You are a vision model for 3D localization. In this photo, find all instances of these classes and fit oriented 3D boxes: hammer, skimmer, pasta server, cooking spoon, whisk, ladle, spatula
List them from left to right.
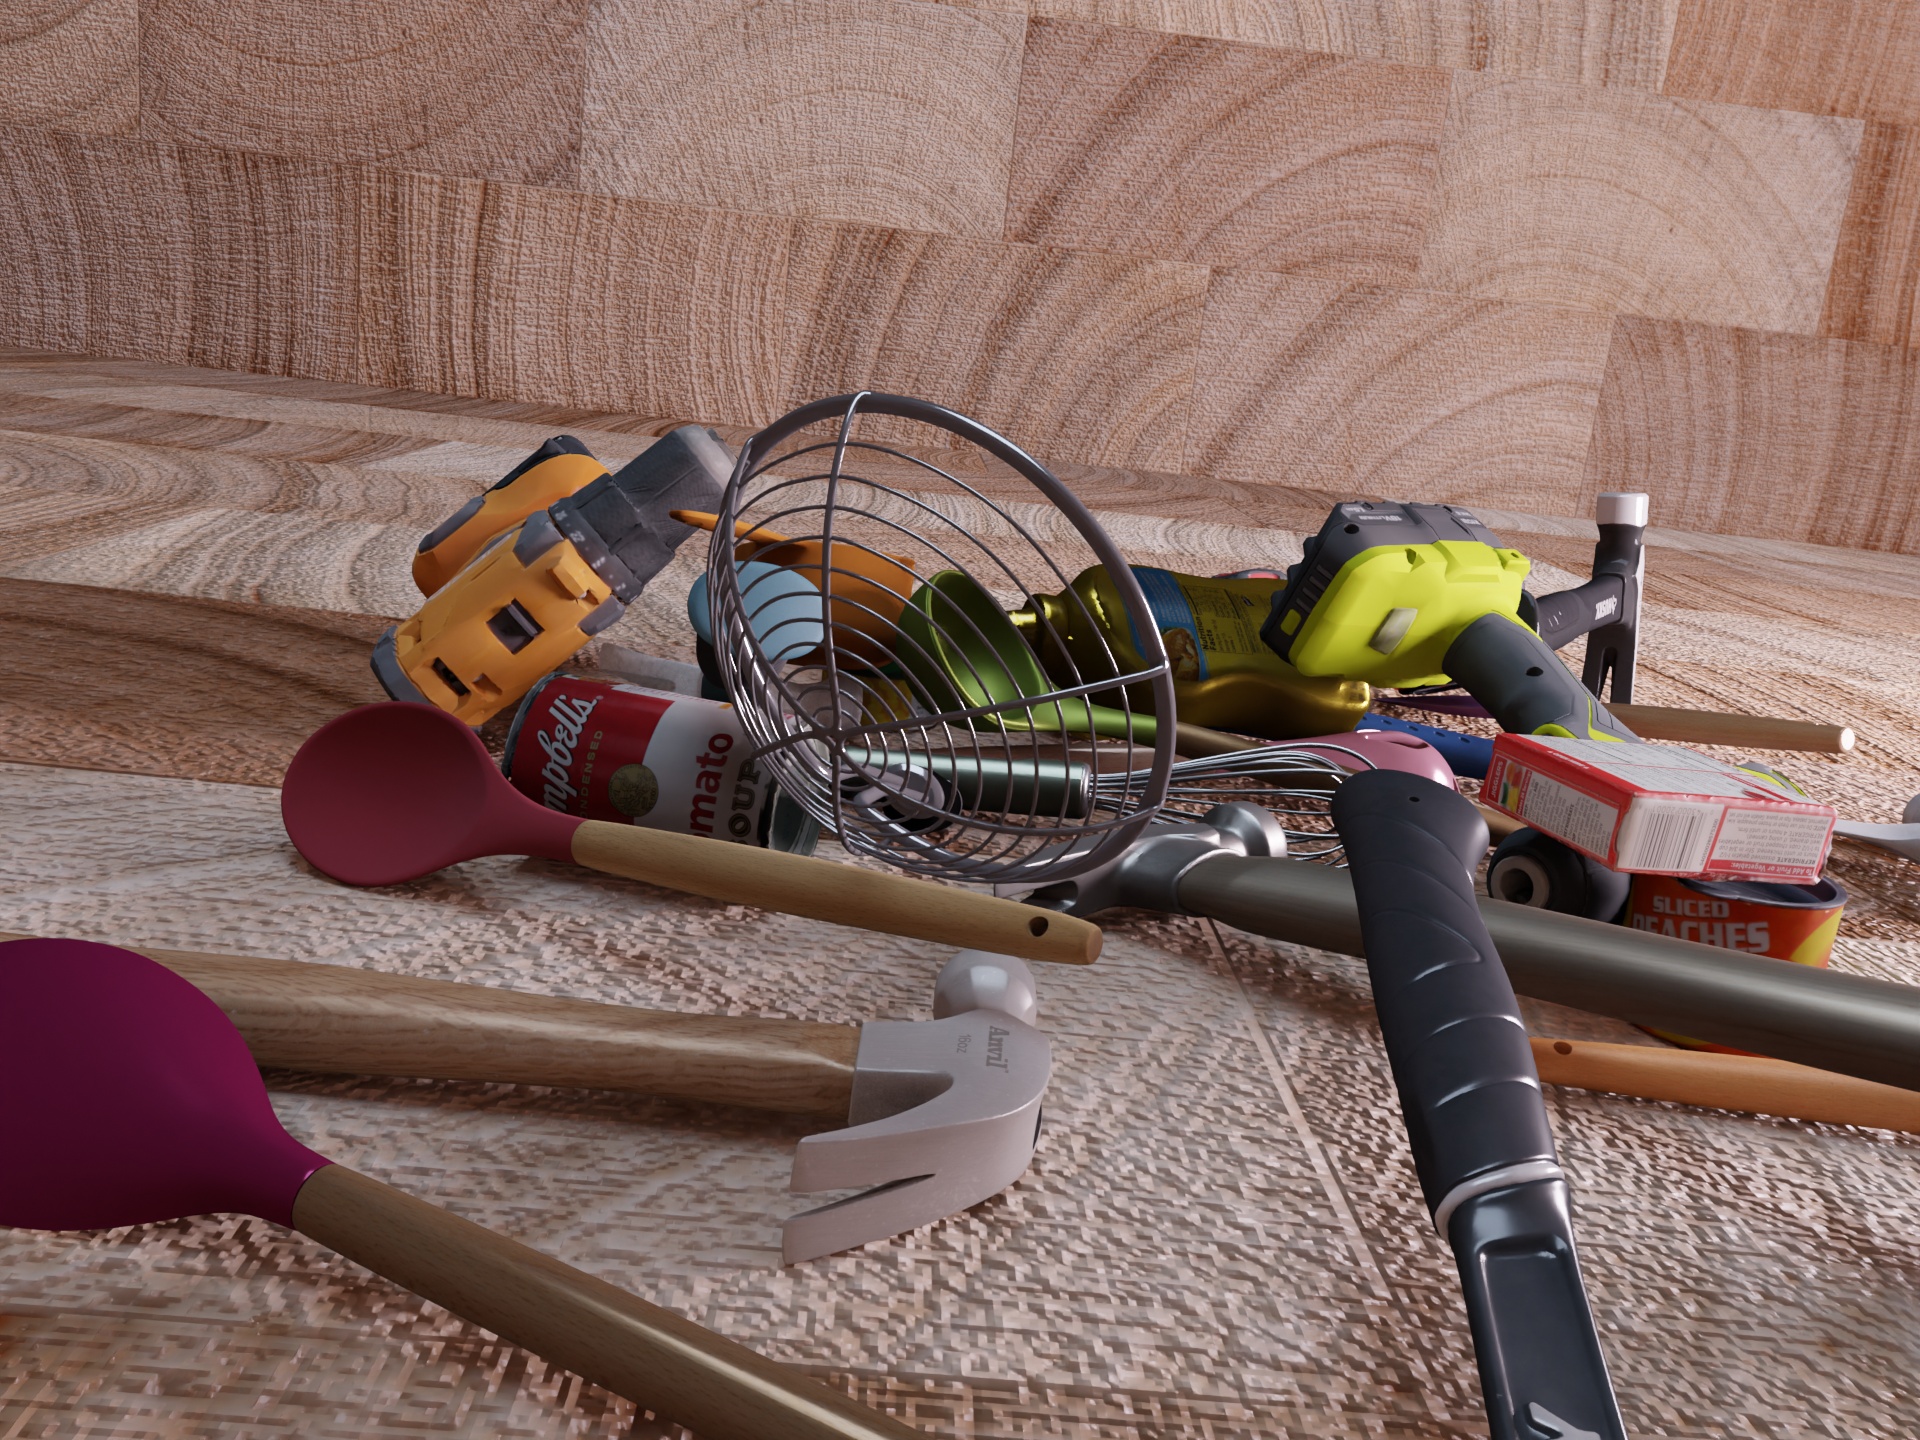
[{"bbox_3d":[-0.112,0.106,0.326,0.319,0.017,0.069,16,47,21],"label":"cooking spoon"},{"bbox_3d":[-0.141,0.082,0.417,0.331,0.031,0.130,6,14,-1],"label":"hammer"},{"bbox_3d":[-0.099,0.041,0.501,0.315,0.069,0.031,8,-23,30],"label":"ladle"},{"bbox_3d":[-0.089,-0.023,0.645,0.128,0.033,0.331,5,-5,-9],"label":"hammer"},{"bbox_3d":[-0.001,-0.002,0.497,0.127,0.090,0.363,41,-1,6],"label":"skimmer"},{"bbox_3d":[0.061,0.030,0.685,0.246,0.059,0.057,4,-25,8],"label":"whisk"},{"bbox_3d":[0.094,0.026,0.757,0.316,0.040,0.060,-1,15,-13],"label":"pasta server"},{"bbox_3d":[0.124,0.005,0.720,0.320,0.062,0.078,16,39,0],"label":"ladle"},{"bbox_3d":[0.101,0.106,0.303,0.149,0.036,0.409,6,23,6],"label":"hammer"},{"bbox_3d":[0.307,0.027,0.823,0.405,0.035,0.144,12,15,21],"label":"hammer"},{"bbox_3d":[0.361,-0.058,0.942,0.035,0.146,0.334,6,11,31],"label":"hammer"},{"bbox_3d":[0.354,-0.002,0.897,0.059,0.018,0.316,1,4,-25],"label":"spatula"},{"bbox_3d":[0.193,0.076,0.453,0.146,0.038,0.411,-9,12,-43],"label":"hammer"},{"bbox_3d":[0.332,0.114,0.480,0.322,0.041,0.081,6,39,4],"label":"spatula"}]

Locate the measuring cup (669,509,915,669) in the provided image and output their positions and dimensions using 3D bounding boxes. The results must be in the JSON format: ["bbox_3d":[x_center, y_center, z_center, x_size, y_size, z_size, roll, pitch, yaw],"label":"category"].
[{"bbox_3d":[-0.084,-0.057,0.728,0.095,0.052,0.173,3,-3,23],"label":"measuring cup"}]

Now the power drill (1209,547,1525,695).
[{"bbox_3d":[0.222,-0.055,0.972,0.219,0.078,0.143,-3,-6,-20],"label":"power drill"}]

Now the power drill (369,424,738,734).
[{"bbox_3d":[-0.196,-0.086,0.790,0.185,0.084,0.226,-39,20,-1],"label":"power drill"}]

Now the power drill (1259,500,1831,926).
[{"bbox_3d":[0.235,0.003,0.680,0.190,0.080,0.229,-4,43,-38],"label":"power drill"}]
